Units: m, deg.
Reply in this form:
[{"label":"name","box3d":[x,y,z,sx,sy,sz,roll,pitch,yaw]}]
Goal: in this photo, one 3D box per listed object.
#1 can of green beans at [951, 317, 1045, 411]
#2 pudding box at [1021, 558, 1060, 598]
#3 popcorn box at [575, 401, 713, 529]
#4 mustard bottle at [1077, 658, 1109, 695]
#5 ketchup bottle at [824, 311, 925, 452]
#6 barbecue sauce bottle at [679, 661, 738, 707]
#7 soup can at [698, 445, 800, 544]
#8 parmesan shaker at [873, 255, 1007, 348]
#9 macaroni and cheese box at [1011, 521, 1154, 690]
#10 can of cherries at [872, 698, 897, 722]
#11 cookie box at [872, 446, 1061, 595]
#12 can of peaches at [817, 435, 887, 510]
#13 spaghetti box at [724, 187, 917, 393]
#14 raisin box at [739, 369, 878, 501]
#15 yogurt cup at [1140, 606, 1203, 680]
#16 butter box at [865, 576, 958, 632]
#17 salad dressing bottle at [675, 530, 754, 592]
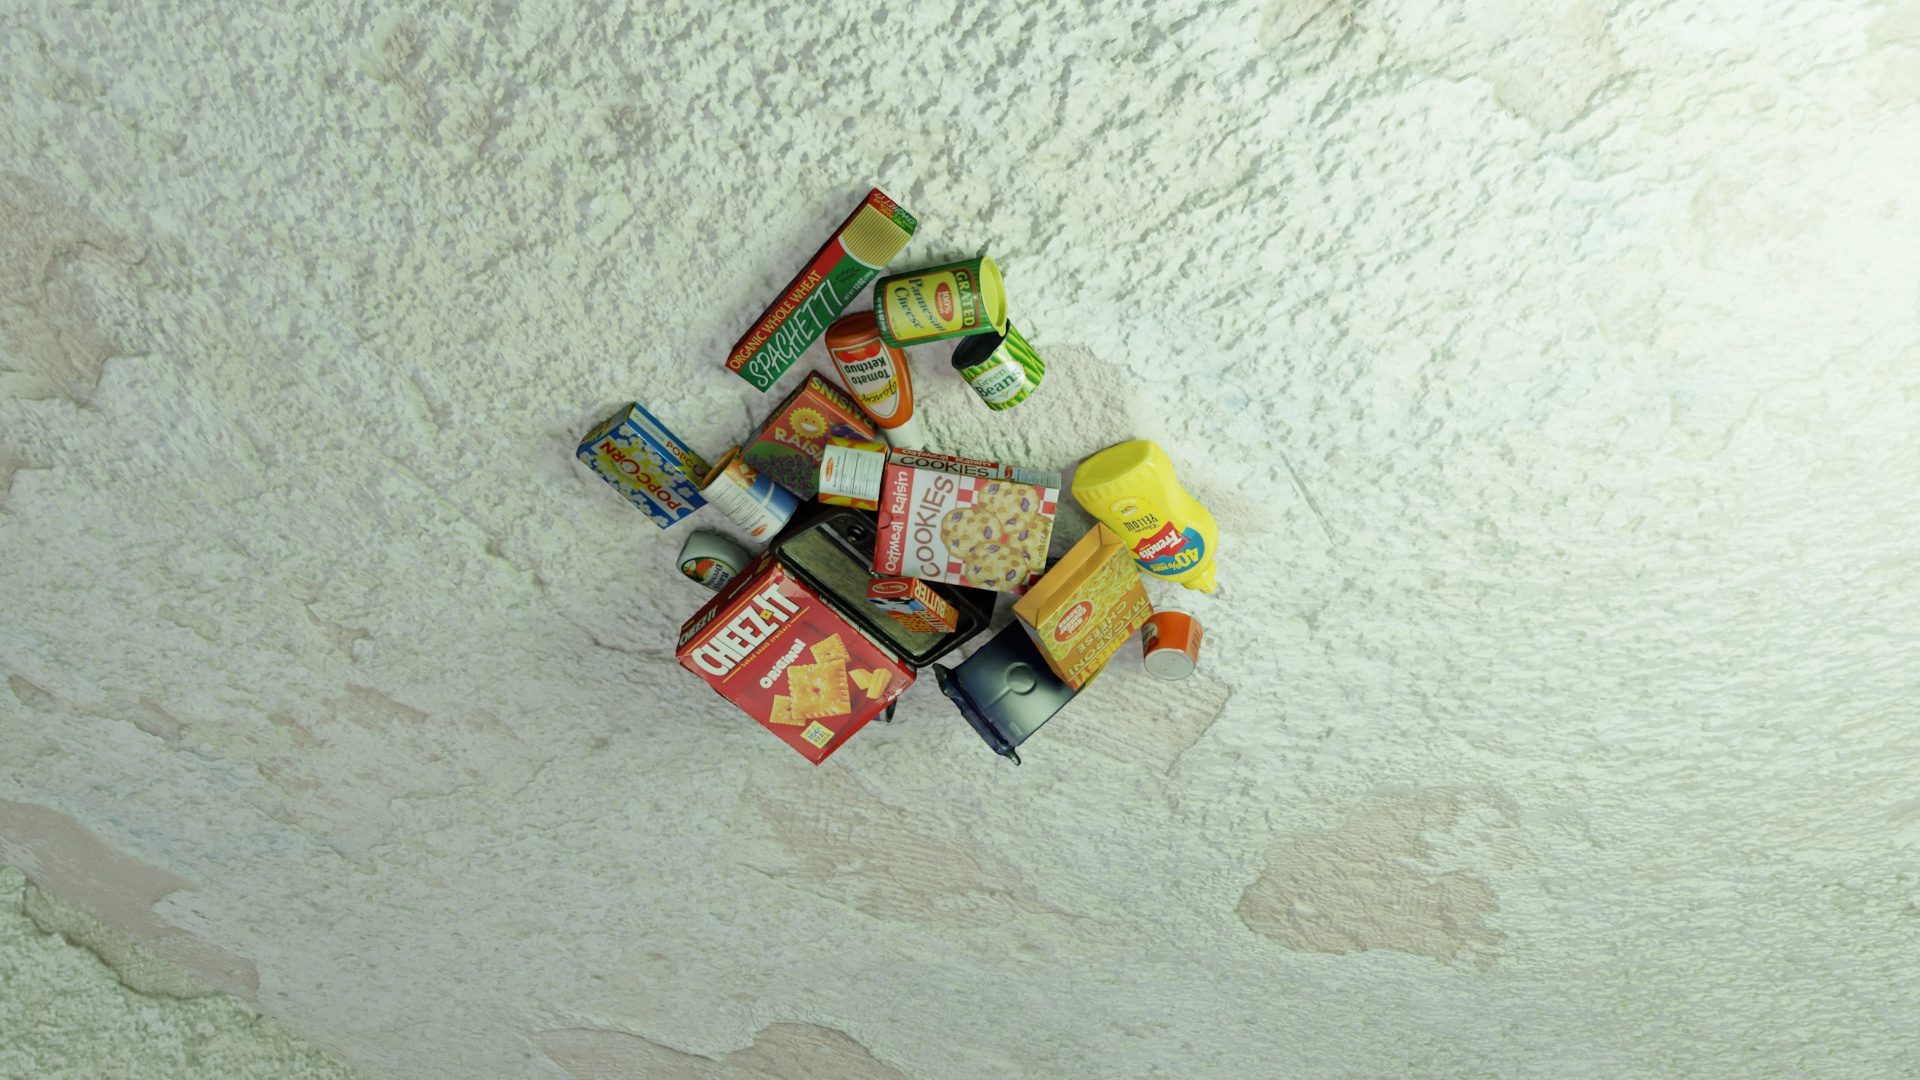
[{"label":"can of green beans","box3d":[0.035,-0.160,1.261,0.071,0.071,0.057,-23,125,31]},{"label":"pudding box","box3d":[0.108,0.047,1.473,0.084,0.030,0.049,8,134,6]},{"label":"popcorn box","box3d":[-0.325,-0.077,1.451,0.085,0.038,0.126,-27,122,32]},{"label":"mustard bottle","box3d":[0.117,0.147,1.556,0.065,0.049,0.159,23,135,-4]},{"label":"ketchup bottle","box3d":[-0.074,-0.146,1.318,0.064,0.044,0.148,-11,131,15]},{"label":"barbecue sauce bottle","box3d":[-0.267,0.171,1.679,0.148,0.044,0.064,32,132,-17]},{"label":"soup can","box3d":[-0.217,-0.049,1.433,0.083,0.072,0.071,42,129,-19]},{"label":"parmesan shaker","box3d":[-0.017,-0.206,1.225,0.103,0.072,0.071,-8,132,20]},{"label":"macaroni and cheese box","box3d":[0.127,0.069,1.400,0.040,0.124,0.166,42,172,31]},{"label":"can of cherries","box3d":[-0.107,0.175,1.629,0.058,0.072,0.071,6,135,9]},{"label":"cookie box","box3d":[0.005,-0.017,1.351,0.167,0.040,0.122,9,119,1]},{"label":"can of peaches","box3d":[-0.103,-0.065,1.335,0.058,0.071,0.070,8,135,0]},{"label":"spaghetti box","box3d":[-0.132,-0.222,1.267,0.050,0.029,0.249,35,132,-19]},{"label":"raisin box","box3d":[-0.150,-0.103,1.382,0.086,0.040,0.123,35,131,-19]},{"label":"yogurt cup","box3d":[0.226,0.114,1.493,0.072,0.054,0.072,7,136,7]},{"label":"butter box","box3d":[-0.048,0.065,1.401,0.053,0.024,0.103,-3,155,27]},{"label":"salad dressing bottle","box3d":[-0.241,0.041,1.543,0.147,0.044,0.064,27,133,-14]}]
